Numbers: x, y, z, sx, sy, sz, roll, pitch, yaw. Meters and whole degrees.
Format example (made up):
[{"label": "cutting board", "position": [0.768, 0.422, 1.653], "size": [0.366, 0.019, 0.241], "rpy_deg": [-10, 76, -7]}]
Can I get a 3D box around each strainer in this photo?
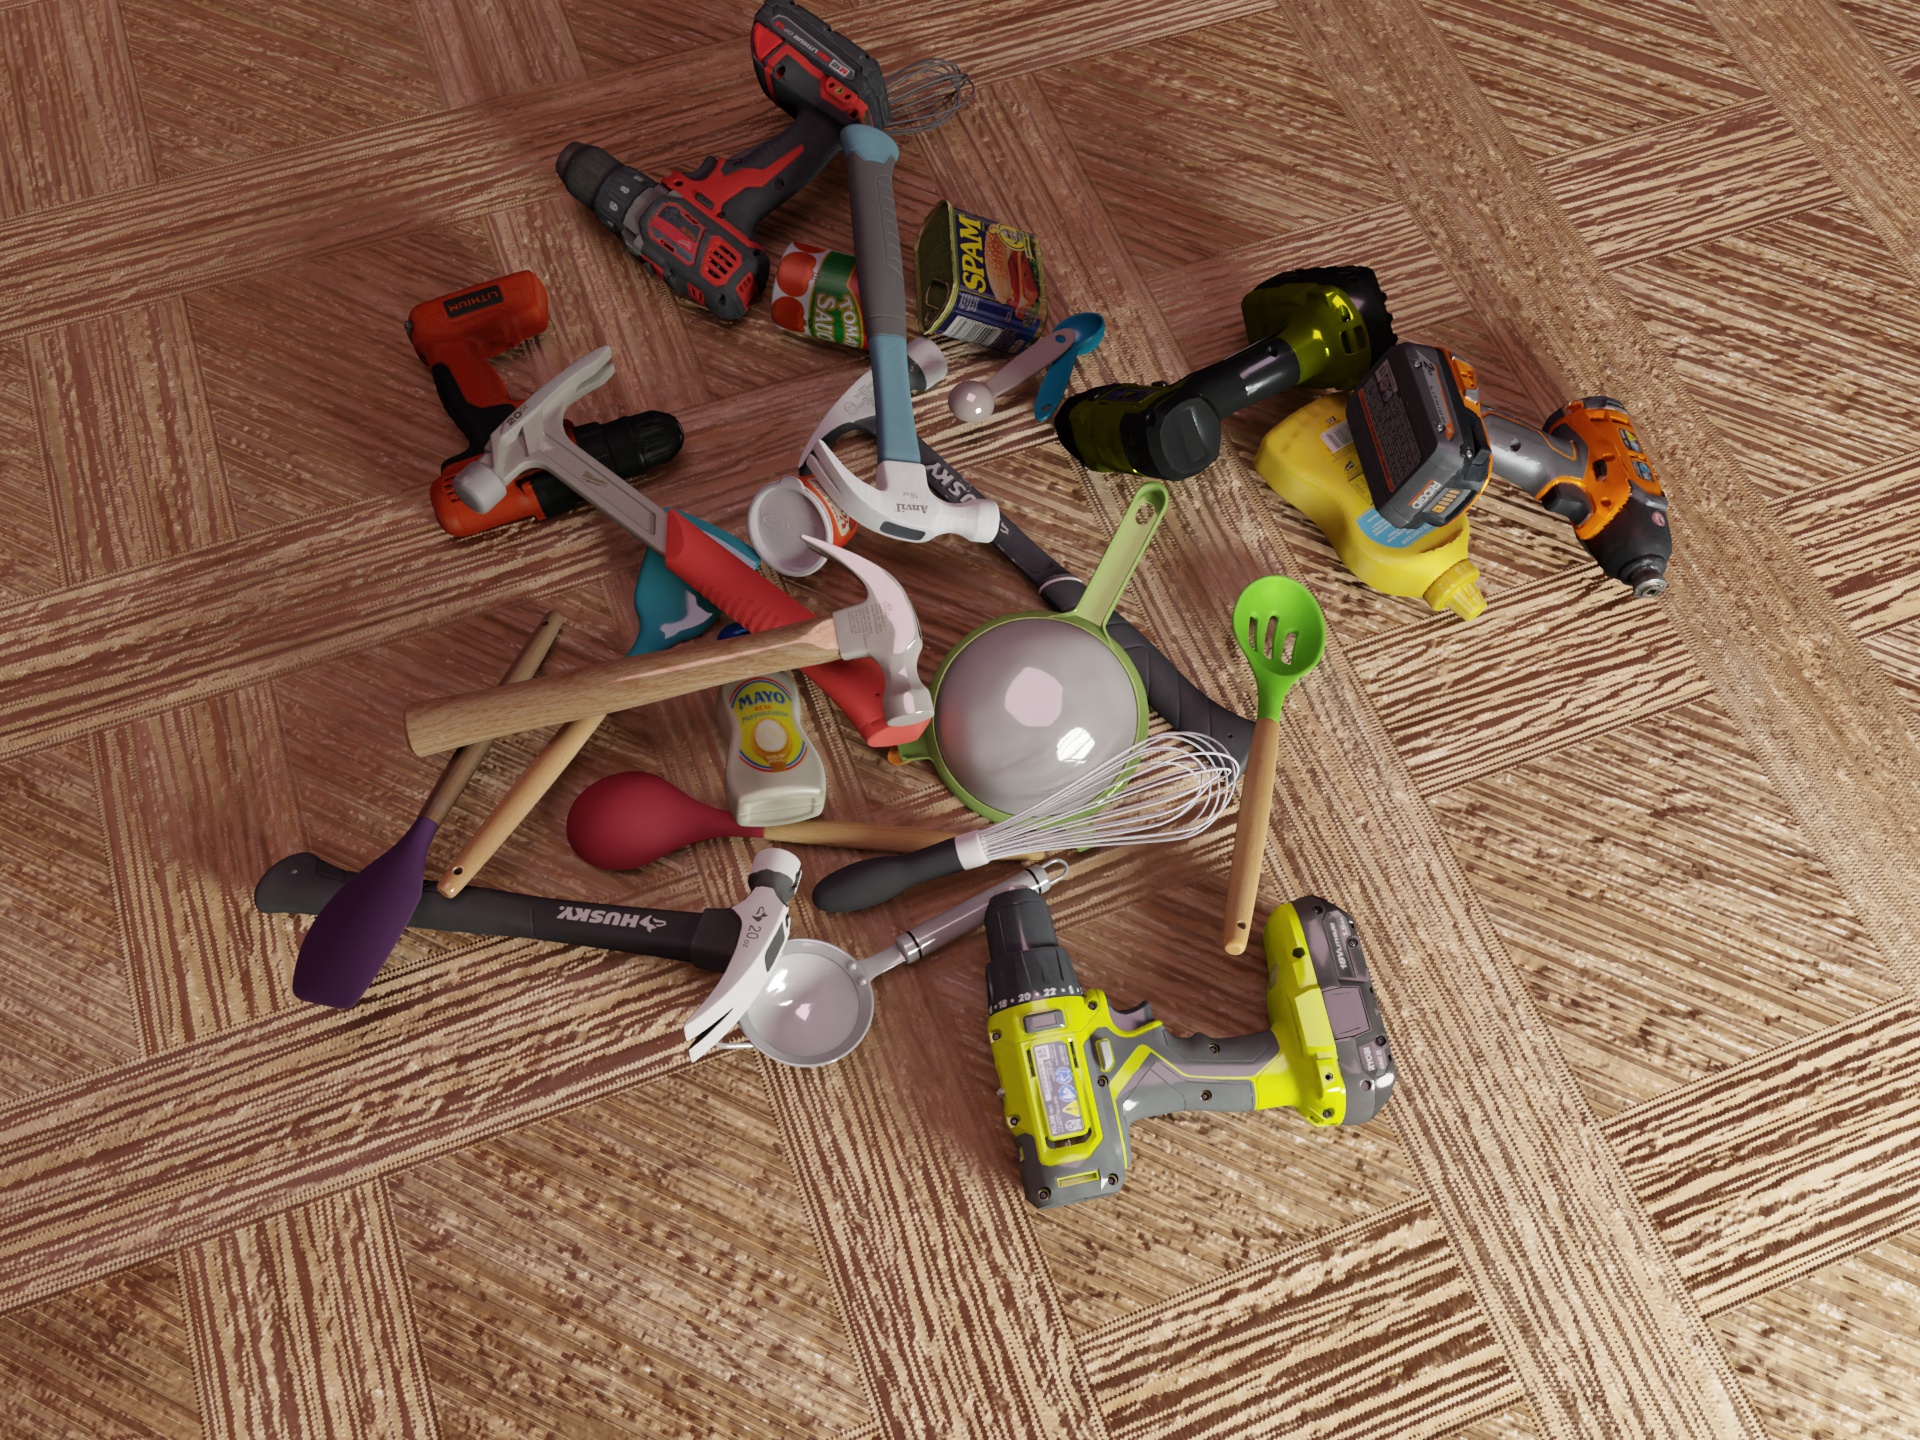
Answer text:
[{"label": "strainer", "position": [0.073, -0.053, 1.046], "size": [0.151, 0.069, 0.256], "rpy_deg": [27, 83, 11]}, {"label": "strainer", "position": [-0.039, 0.149, 1.000], "size": [0.258, 0.050, 0.087], "rpy_deg": [-26, 63, -19]}]

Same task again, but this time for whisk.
[{"label": "whisk", "position": [0.038, 0.072, 1.000], "size": [0.284, 0.070, 0.070], "rpy_deg": [-19, 66, 11]}, {"label": "whisk", "position": [-0.097, -0.477, 1.288], "size": [0.239, 0.055, 0.055], "rpy_deg": [-26, 68, -8]}]

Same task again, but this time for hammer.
[{"label": "hammer", "position": [-0.052, -0.281, 1.131], "size": [0.128, 0.033, 0.331], "rpy_deg": [1, 69, -21]}, {"label": "hammer", "position": [0.053, -0.105, 1.123], "size": [0.149, 0.036, 0.409], "rpy_deg": [-40, 72, -17]}, {"label": "hammer", "position": [-0.161, -0.107, 1.065], "size": [0.359, 0.036, 0.149], "rpy_deg": [36, 68, 12]}, {"label": "hammer", "position": [-0.276, 0.125, 0.982], "size": [0.335, 0.035, 0.146], "rpy_deg": [6, 42, 8]}, {"label": "hammer", "position": [-0.189, -0.031, 1.006], "size": [0.331, 0.031, 0.130], "rpy_deg": [-12, 79, 2]}]

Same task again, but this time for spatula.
[{"label": "spatula", "position": [-0.245, -0.013, 1.050], "size": [0.082, 0.044, 0.318], "rpy_deg": [27, 56, 6]}, {"label": "spatula", "position": [-0.330, 0.045, 1.016], "size": [0.060, 0.018, 0.316], "rpy_deg": [10, 52, 16]}]

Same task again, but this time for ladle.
[{"label": "ladle", "position": [-0.102, 0.074, 1.041], "size": [0.315, 0.031, 0.069], "rpy_deg": [5, 67, -1]}]

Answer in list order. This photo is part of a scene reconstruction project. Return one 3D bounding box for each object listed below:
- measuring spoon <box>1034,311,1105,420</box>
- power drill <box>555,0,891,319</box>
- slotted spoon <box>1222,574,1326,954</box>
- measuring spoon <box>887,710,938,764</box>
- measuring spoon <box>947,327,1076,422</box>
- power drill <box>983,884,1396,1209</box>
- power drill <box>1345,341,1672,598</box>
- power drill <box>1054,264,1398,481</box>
[{"label": "measuring spoon", "position": [0.079, -0.260, 1.190], "size": [0.042, 0.021, 0.129], "rpy_deg": [0, 48, 27]}, {"label": "power drill", "position": [-0.183, -0.442, 1.226], "size": [0.188, 0.080, 0.227], "rpy_deg": [38, 85, 8]}, {"label": "slotted spoon", "position": [0.194, 0.021, 1.029], "size": [0.070, 0.031, 0.314], "rpy_deg": [22, 48, -5]}, {"label": "measuring spoon", "position": [-0.002, -0.003, 1.089], "size": [0.117, 0.011, 0.021], "rpy_deg": [-34, 81, -12]}, {"label": "measuring spoon", "position": [0.041, -0.259, 1.166], "size": [0.124, 0.018, 0.034], "rpy_deg": [-39, 74, -23]}, {"label": "power drill", "position": [0.129, 0.179, 0.967], "size": [0.228, 0.080, 0.191], "rpy_deg": [-10, 70, -4]}, {"label": "power drill", "position": [0.391, -0.167, 1.099], "size": [0.226, 0.084, 0.164], "rpy_deg": [9, 53, -23]}, {"label": "power drill", "position": [0.183, -0.245, 1.140], "size": [0.223, 0.171, 0.080], "rpy_deg": [-30, 114, -17]}]
